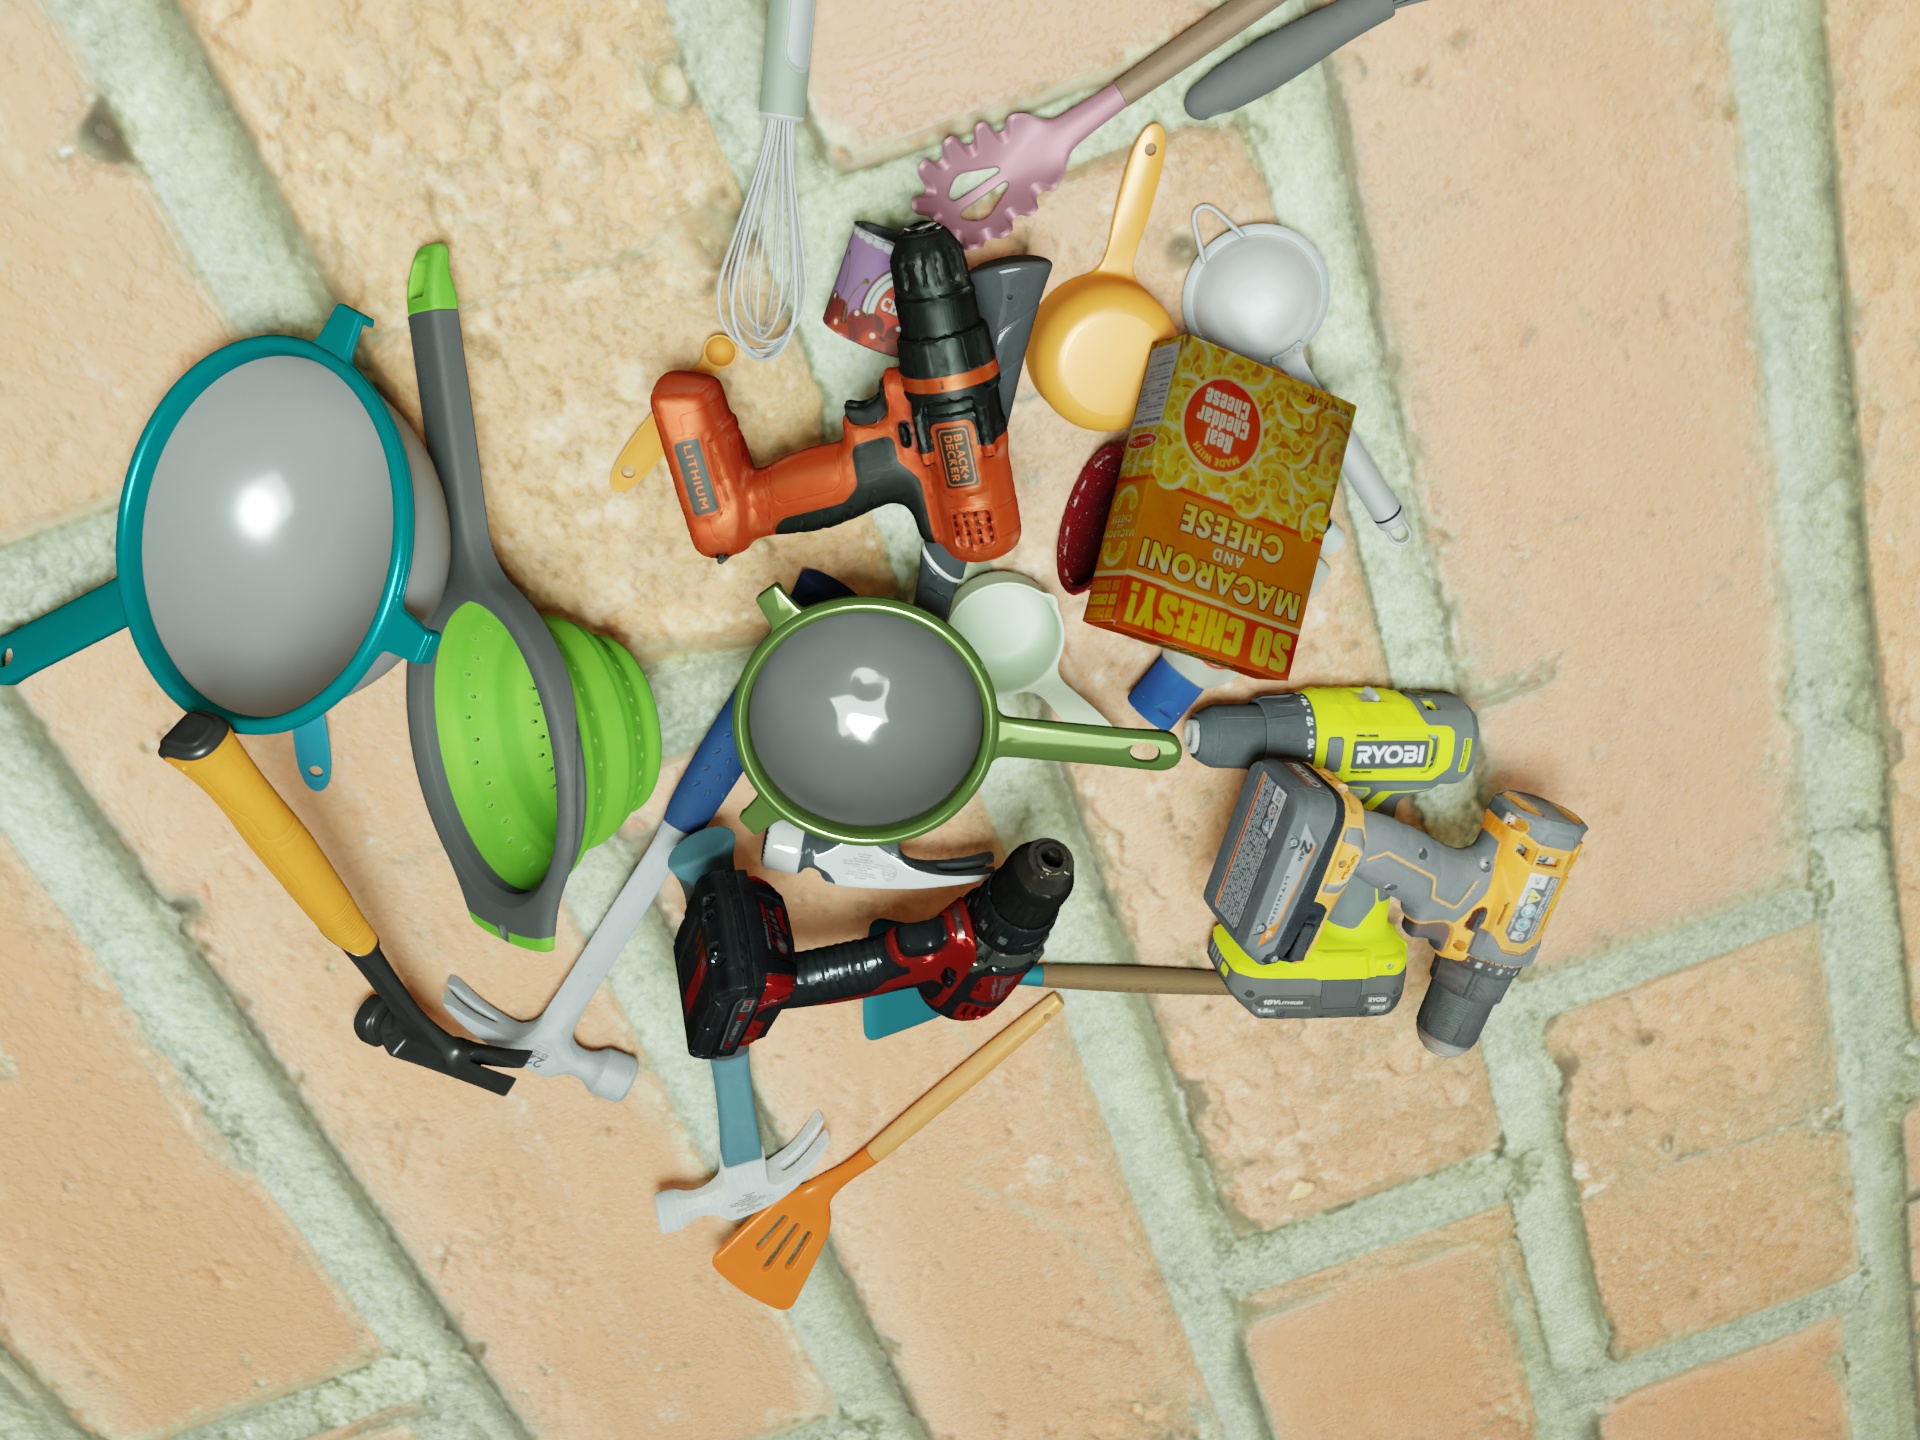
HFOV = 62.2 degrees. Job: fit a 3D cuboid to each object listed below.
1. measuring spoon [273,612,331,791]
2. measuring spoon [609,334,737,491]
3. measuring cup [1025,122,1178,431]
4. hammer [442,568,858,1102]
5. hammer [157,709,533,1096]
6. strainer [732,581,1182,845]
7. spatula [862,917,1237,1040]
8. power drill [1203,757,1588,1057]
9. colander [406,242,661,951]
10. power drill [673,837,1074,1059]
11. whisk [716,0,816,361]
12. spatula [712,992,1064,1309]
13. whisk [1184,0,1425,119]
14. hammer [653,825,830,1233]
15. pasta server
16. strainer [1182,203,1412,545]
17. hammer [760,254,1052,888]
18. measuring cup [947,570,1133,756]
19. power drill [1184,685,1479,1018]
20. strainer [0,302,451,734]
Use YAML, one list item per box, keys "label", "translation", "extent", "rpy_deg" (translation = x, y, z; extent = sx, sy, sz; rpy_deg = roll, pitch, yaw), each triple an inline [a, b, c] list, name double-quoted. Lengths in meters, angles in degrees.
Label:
- label: "measuring spoon"
  translation: [-0.399, -0.013, 0.977]
  extent: [0.042, 0.021, 0.128]
  rpy_deg: [2, 124, -10]
- label: "measuring spoon"
  translation: [-0.170, -0.180, 0.933]
  extent: [0.021, 0.011, 0.117]
  rpy_deg: [35, 109, -22]
- label: "measuring cup"
  translation: [0.094, -0.250, 0.912]
  extent: [0.095, 0.052, 0.173]
  rpy_deg: [8, 116, -12]
- label: "hammer"
  translation: [-0.192, 0.075, 1.034]
  extent: [0.144, 0.035, 0.405]
  rpy_deg: [28, 108, -20]
- label: "hammer"
  translation: [-0.363, 0.115, 0.932]
  extent: [0.127, 0.034, 0.336]
  rpy_deg: [13, 143, 21]
- label: "strainer"
  translation: [-0.001, -0.003, 0.926]
  extent: [0.256, 0.069, 0.151]
  rpy_deg: [5, 111, -4]
- label: "spatula"
  translation: [0.085, 0.185, 1.123]
  extent: [0.317, 0.044, 0.082]
  rpy_deg: [4, 88, -12]
- label: "power drill"
  translation: [0.275, 0.124, 1.023]
  extent: [0.226, 0.084, 0.185]
  rpy_deg: [11, 109, -19]
- label: "colander"
  translation: [-0.248, -0.071, 0.924]
  extent: [0.094, 0.205, 0.397]
  rpy_deg: [-13, 104, -40]
- label: "power drill"
  translation: [-0.048, 0.133, 0.972]
  extent: [0.226, 0.080, 0.187]
  rpy_deg: [-2, 148, -22]
- label: "whisk"
  translation: [-0.097, -0.318, 0.858]
  extent: [0.057, 0.059, 0.246]
  rpy_deg: [-12, 118, -44]
- label: "spatula"
  translation: [-0.045, 0.309, 1.165]
  extent: [0.322, 0.041, 0.081]
  rpy_deg: [-42, 116, 11]
- label: "whisk"
  translation: [0.231, -0.396, 0.871]
  extent: [0.239, 0.055, 0.055]
  rpy_deg: [-27, 116, 10]
- label: "hammer"
  translation: [-0.160, 0.215, 1.080]
  extent: [0.128, 0.033, 0.330]
  rpy_deg: [-11, 123, -16]
- label: "pasta server"
  translation: [0.111, -0.360, 0.872]
  extent: [0.316, 0.040, 0.060]
  rpy_deg: [-32, 100, 6]
- label: "strainer"
  translation: [0.214, -0.200, 0.963]
  extent: [0.087, 0.050, 0.258]
  rpy_deg: [-31, 119, 18]
- label: "hammer"
  translation: [-0.010, -0.074, 0.951]
  extent: [0.149, 0.036, 0.408]
  rpy_deg: [12, 114, -6]
- label: "measuring cup"
  translation: [0.054, -0.029, 1.022]
  extent: [0.083, 0.038, 0.167]
  rpy_deg: [-41, 116, 11]
- label: "power drill"
  translation: [0.237, 0.085, 1.081]
  extent: [0.190, 0.080, 0.228]
  rpy_deg: [0, 112, -10]
- label: "strainer"
  translation: [-0.408, -0.078, 0.899]
  extent: [0.340, 0.095, 0.211]
  rpy_deg: [-18, 81, 24]
